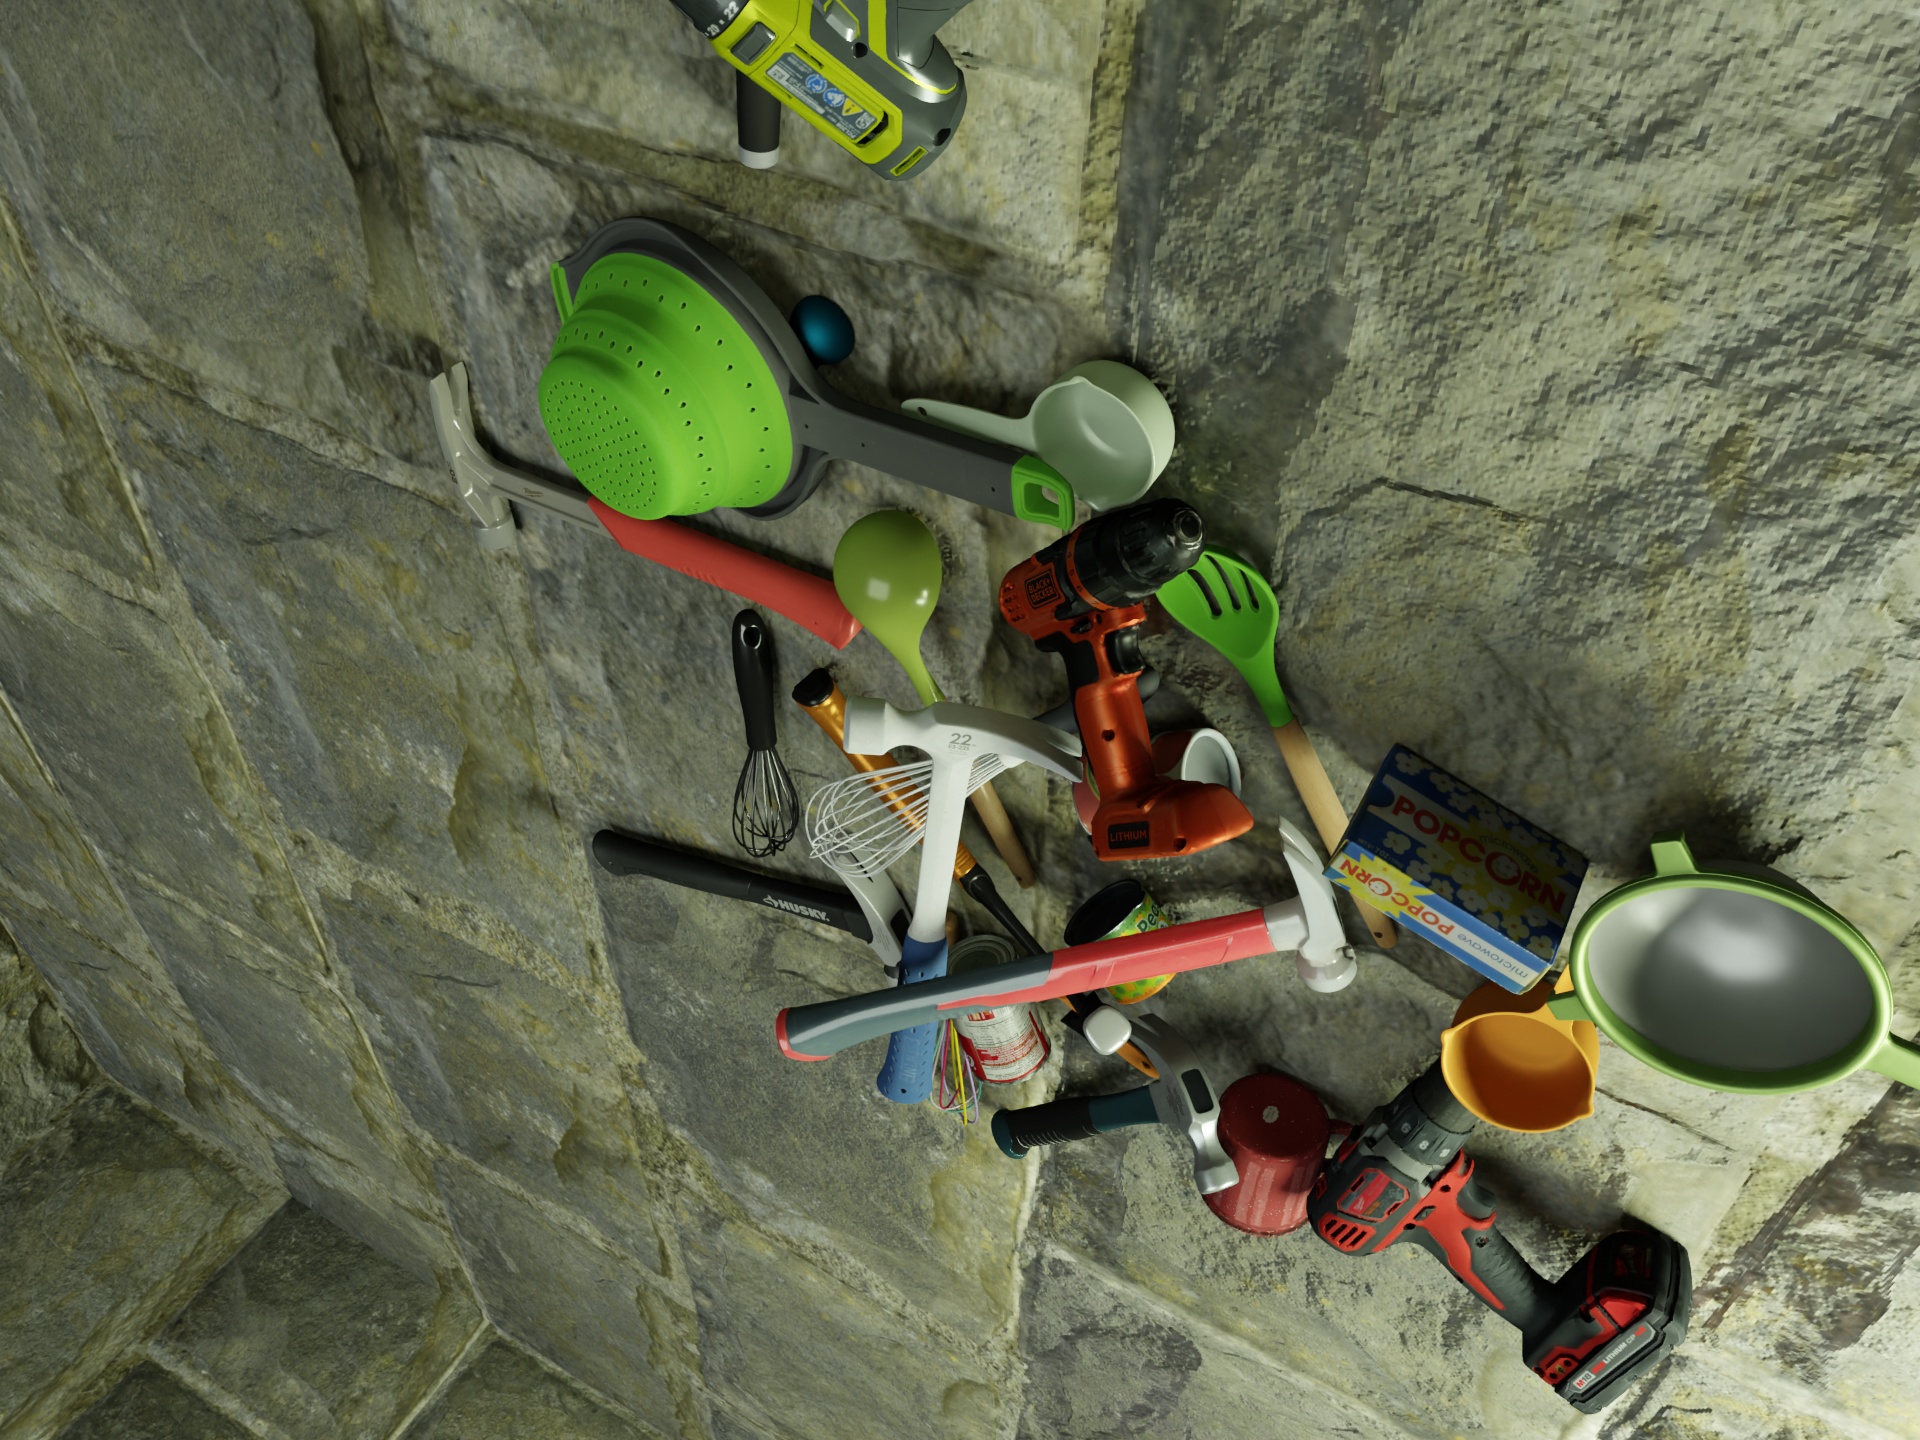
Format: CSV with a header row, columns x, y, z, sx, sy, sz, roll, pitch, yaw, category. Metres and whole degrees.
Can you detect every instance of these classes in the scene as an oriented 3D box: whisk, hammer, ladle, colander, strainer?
x,y,z,sx,sy,sz,roll,pitch,yaw,category
-0.153,0.015,1.198,0.055,0.055,0.238,20,134,23,whisk
0.051,0.157,1.034,0.386,0.038,0.143,-15,132,16,hammer
-0.008,0.248,1.316,0.051,0.047,0.244,9,130,16,whisk
-0.186,0.136,1.352,0.335,0.035,0.146,10,134,32,hammer
0.009,0.031,1.028,0.284,0.070,0.070,-28,109,29,whisk
0.103,0.311,1.244,0.331,0.033,0.128,-38,65,60,hammer
-0.002,-0.003,1.071,0.078,0.062,0.319,8,139,37,ladle
-0.120,-0.162,0.926,0.397,0.094,0.204,23,142,28,colander
0.449,0.140,0.818,0.256,0.069,0.151,24,135,14,strainer
-0.217,-0.136,1.109,0.359,0.037,0.149,22,139,22,hammer
-0.016,0.138,1.069,0.144,0.035,0.405,5,135,-3,hammer
-0.003,0.098,1.144,0.337,0.034,0.127,50,174,-3,hammer

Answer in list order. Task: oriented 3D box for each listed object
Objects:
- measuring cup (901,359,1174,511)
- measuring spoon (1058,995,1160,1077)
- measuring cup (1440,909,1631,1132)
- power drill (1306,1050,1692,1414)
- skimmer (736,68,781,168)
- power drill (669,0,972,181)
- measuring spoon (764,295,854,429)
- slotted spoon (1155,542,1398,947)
x,y,z,sx,sy,sz,roll,pitch,yaw,category
0.042,-0.166,0.872,0.168,0.038,0.083,17,138,33,measuring cup
0.113,0.237,1.232,0.117,0.011,0.021,42,144,-9,measuring spoon
0.352,0.165,0.940,0.095,0.052,0.173,28,124,13,measuring cup
0.364,0.327,1.049,0.227,0.080,0.187,33,123,9,power drill
-0.106,-0.405,0.709,0.127,0.090,0.363,21,139,12,skimmer
-0.033,-0.348,0.677,0.190,0.080,0.228,29,148,-31,power drill
-0.102,-0.203,0.960,0.042,0.021,0.128,40,140,0,measuring spoon
0.197,0.019,0.935,0.070,0.031,0.313,-5,126,42,slotted spoon
